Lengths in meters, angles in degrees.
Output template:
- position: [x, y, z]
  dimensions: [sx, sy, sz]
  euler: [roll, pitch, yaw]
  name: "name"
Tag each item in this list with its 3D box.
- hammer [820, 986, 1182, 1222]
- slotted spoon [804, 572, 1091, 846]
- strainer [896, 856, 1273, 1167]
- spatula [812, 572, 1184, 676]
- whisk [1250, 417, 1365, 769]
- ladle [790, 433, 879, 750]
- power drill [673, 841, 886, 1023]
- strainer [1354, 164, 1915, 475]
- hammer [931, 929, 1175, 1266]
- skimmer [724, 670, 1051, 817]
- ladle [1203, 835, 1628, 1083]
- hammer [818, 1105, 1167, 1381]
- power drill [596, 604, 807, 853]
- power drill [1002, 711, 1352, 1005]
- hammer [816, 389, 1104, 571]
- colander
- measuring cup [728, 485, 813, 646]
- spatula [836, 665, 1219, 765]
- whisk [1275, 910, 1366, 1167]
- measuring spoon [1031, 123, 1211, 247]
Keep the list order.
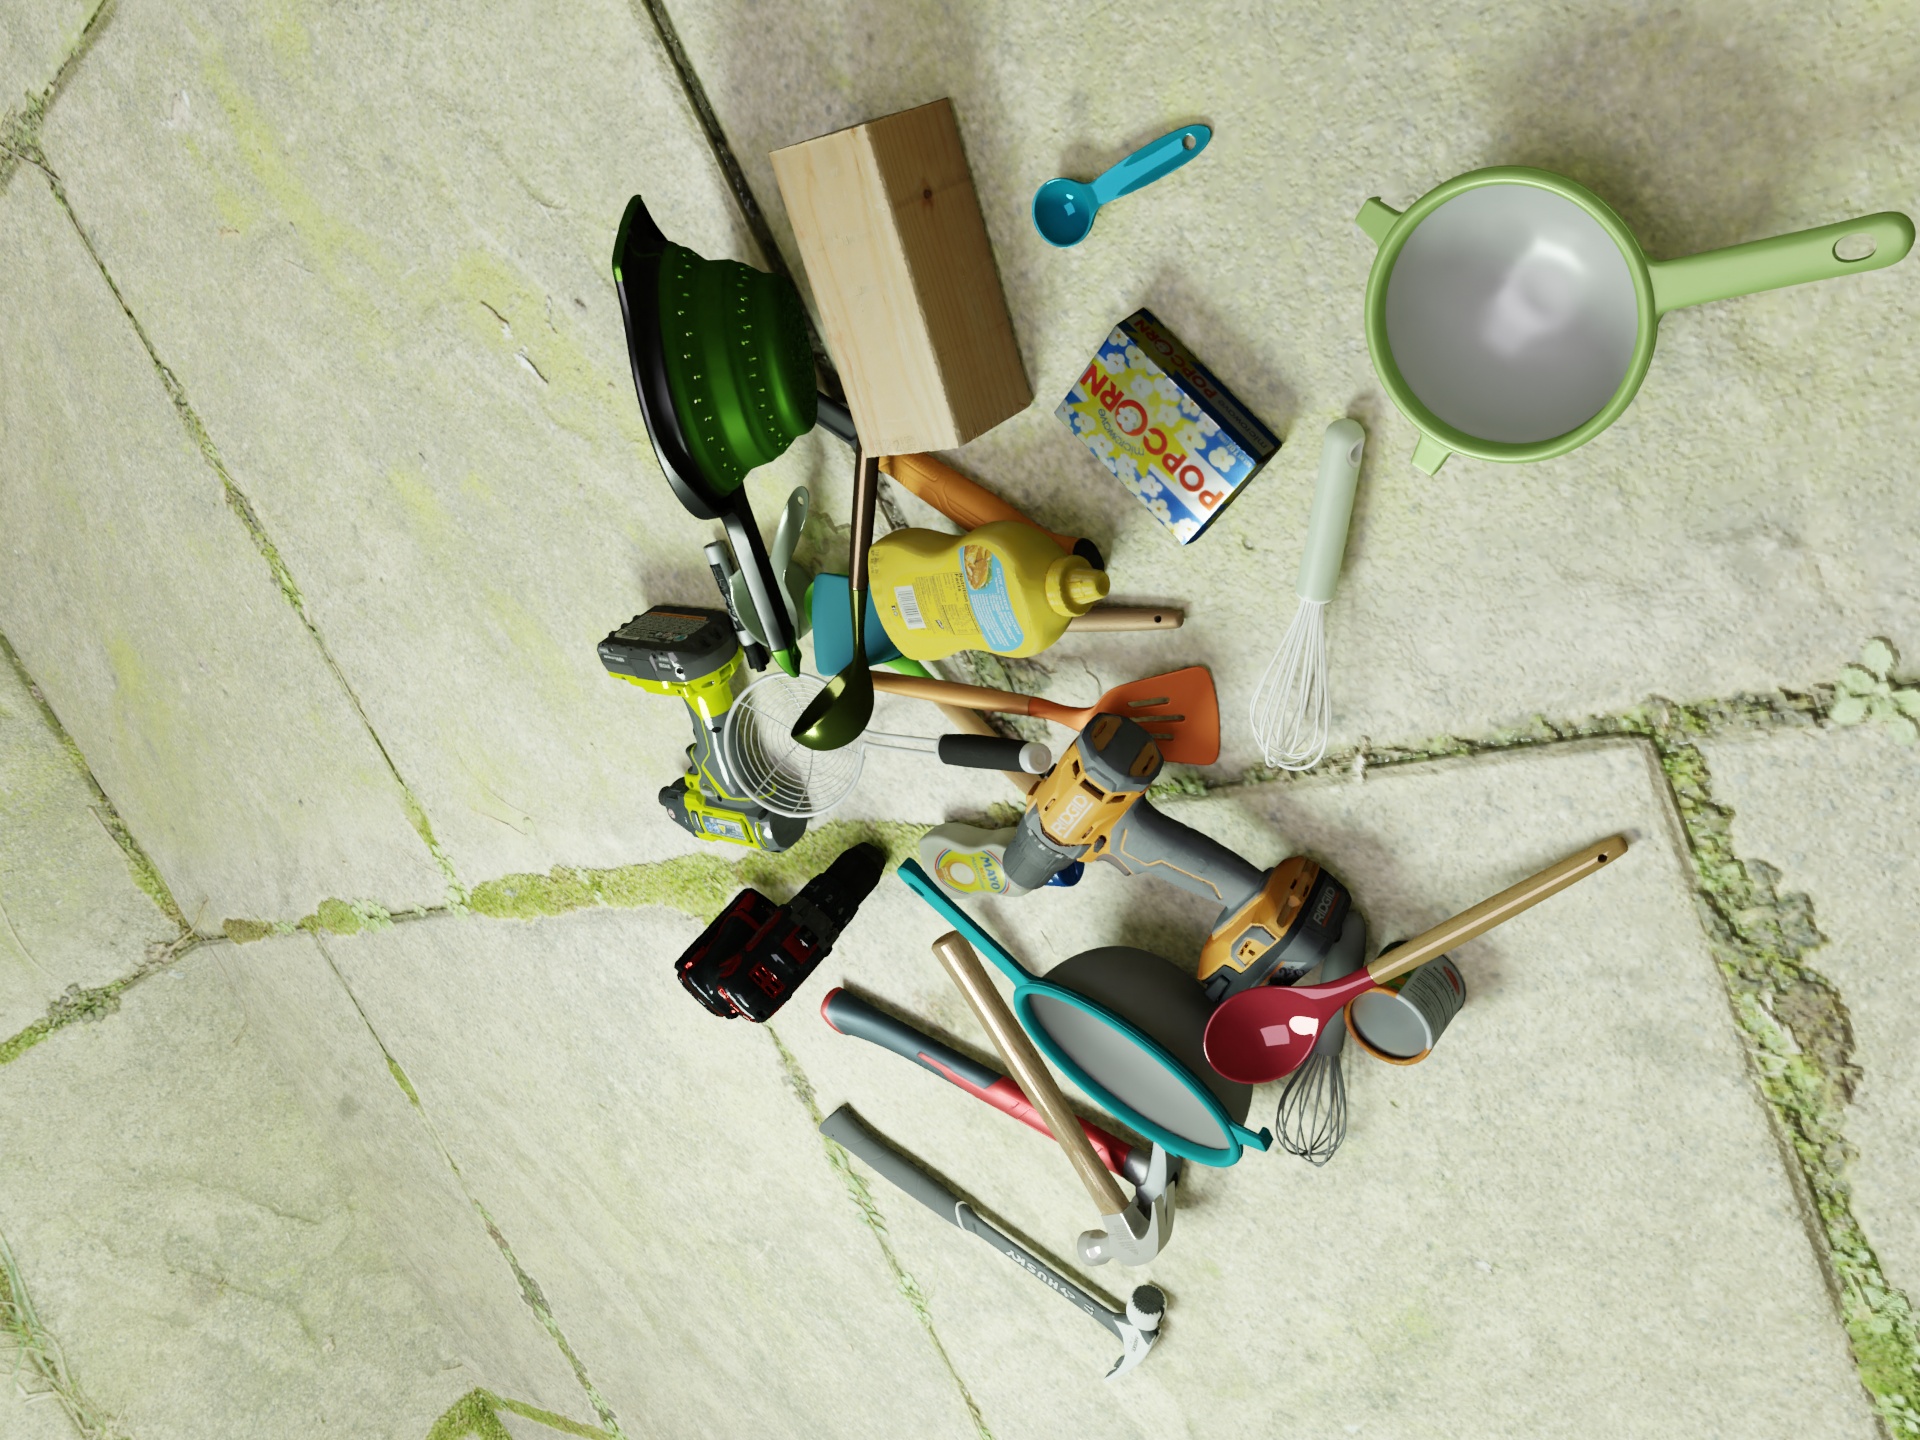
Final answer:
- position: [0.028, 0.325, 1.457]
  dimensions: [0.386, 0.038, 0.143]
  euler: [22, 129, 30]
  name: "hammer"
- position: [-0.002, -0.004, 1.265]
  dimensions: [0.314, 0.031, 0.070]
  euler: [44, 120, 6]
  name: "slotted spoon"
- position: [0.103, 0.200, 1.235]
  dimensions: [0.340, 0.095, 0.211]
  euler: [42, 159, 1]
  name: "strainer"
- position: [0.021, -0.073, 1.182]
  dimensions: [0.317, 0.044, 0.082]
  euler: [2, 95, 38]
  name: "spatula"
- position: [0.222, -0.073, 1.005]
  dimensions: [0.059, 0.058, 0.246]
  euler: [29, 129, 35]
  name: "whisk"
- position: [-0.086, -0.124, 1.169]
  dimensions: [0.062, 0.078, 0.320]
  euler: [6, 114, 0]
  name: "ladle"
- position: [-0.165, 0.195, 1.465]
  dimensions: [0.080, 0.188, 0.226]
  euler: [46, 157, -9]
  name: "power drill"
- position: [0.331, -0.216, 0.789]
  dimensions: [0.256, 0.069, 0.151]
  euler: [-3, 113, 42]
  name: "strainer"
- position: [0.076, 0.324, 1.366]
  dimensions: [0.130, 0.031, 0.331]
  euler: [-28, 95, 46]
  name: "hammer"
- position: [-0.068, 0.026, 1.252]
  dimensions: [0.363, 0.090, 0.127]
  euler: [4, 105, 56]
  name: "skimmer"
- position: [0.292, 0.155, 1.043]
  dimensions: [0.315, 0.031, 0.069]
  euler: [-36, 98, 29]
  name: "ladle"
- position: [0.020, 0.510, 1.595]
  dimensions: [0.409, 0.036, 0.149]
  euler: [29, 134, 25]
  name: "hammer"
- position: [-0.242, 0.012, 1.456]
  dimensions: [0.171, 0.080, 0.223]
  euler: [8, 125, 38]
  name: "power drill"
- position: [0.143, 0.116, 1.154]
  dimensions: [0.226, 0.084, 0.185]
  euler: [37, 137, 2]
  name: "power drill"
- position: [-0.039, -0.180, 1.171]
  dimensions: [0.337, 0.034, 0.127]
  euler: [34, 135, 19]
  name: "hammer"
- position: [-0.139, -0.189, 1.158]
  dimensions: [0.094, 0.205, 0.396]
  euler: [-9, 133, 7]
  name: "colander"
- position: [-0.137, -0.131, 1.292]
  dimensions: [0.083, 0.038, 0.167]
  euler: [39, 135, 15]
  name: "measuring cup"
- position: [0.039, -0.018, 1.197]
  dimensions: [0.323, 0.041, 0.081]
  euler: [10, 125, 34]
  name: "spatula"
- position: [0.271, 0.237, 1.177]
  dimensions: [0.055, 0.055, 0.238]
  euler: [22, 125, 30]
  name: "whisk"
- position: [0.100, -0.328, 0.964]
  dimensions: [0.128, 0.021, 0.042]
  euler: [-18, 104, 37]
  name: "measuring spoon"
